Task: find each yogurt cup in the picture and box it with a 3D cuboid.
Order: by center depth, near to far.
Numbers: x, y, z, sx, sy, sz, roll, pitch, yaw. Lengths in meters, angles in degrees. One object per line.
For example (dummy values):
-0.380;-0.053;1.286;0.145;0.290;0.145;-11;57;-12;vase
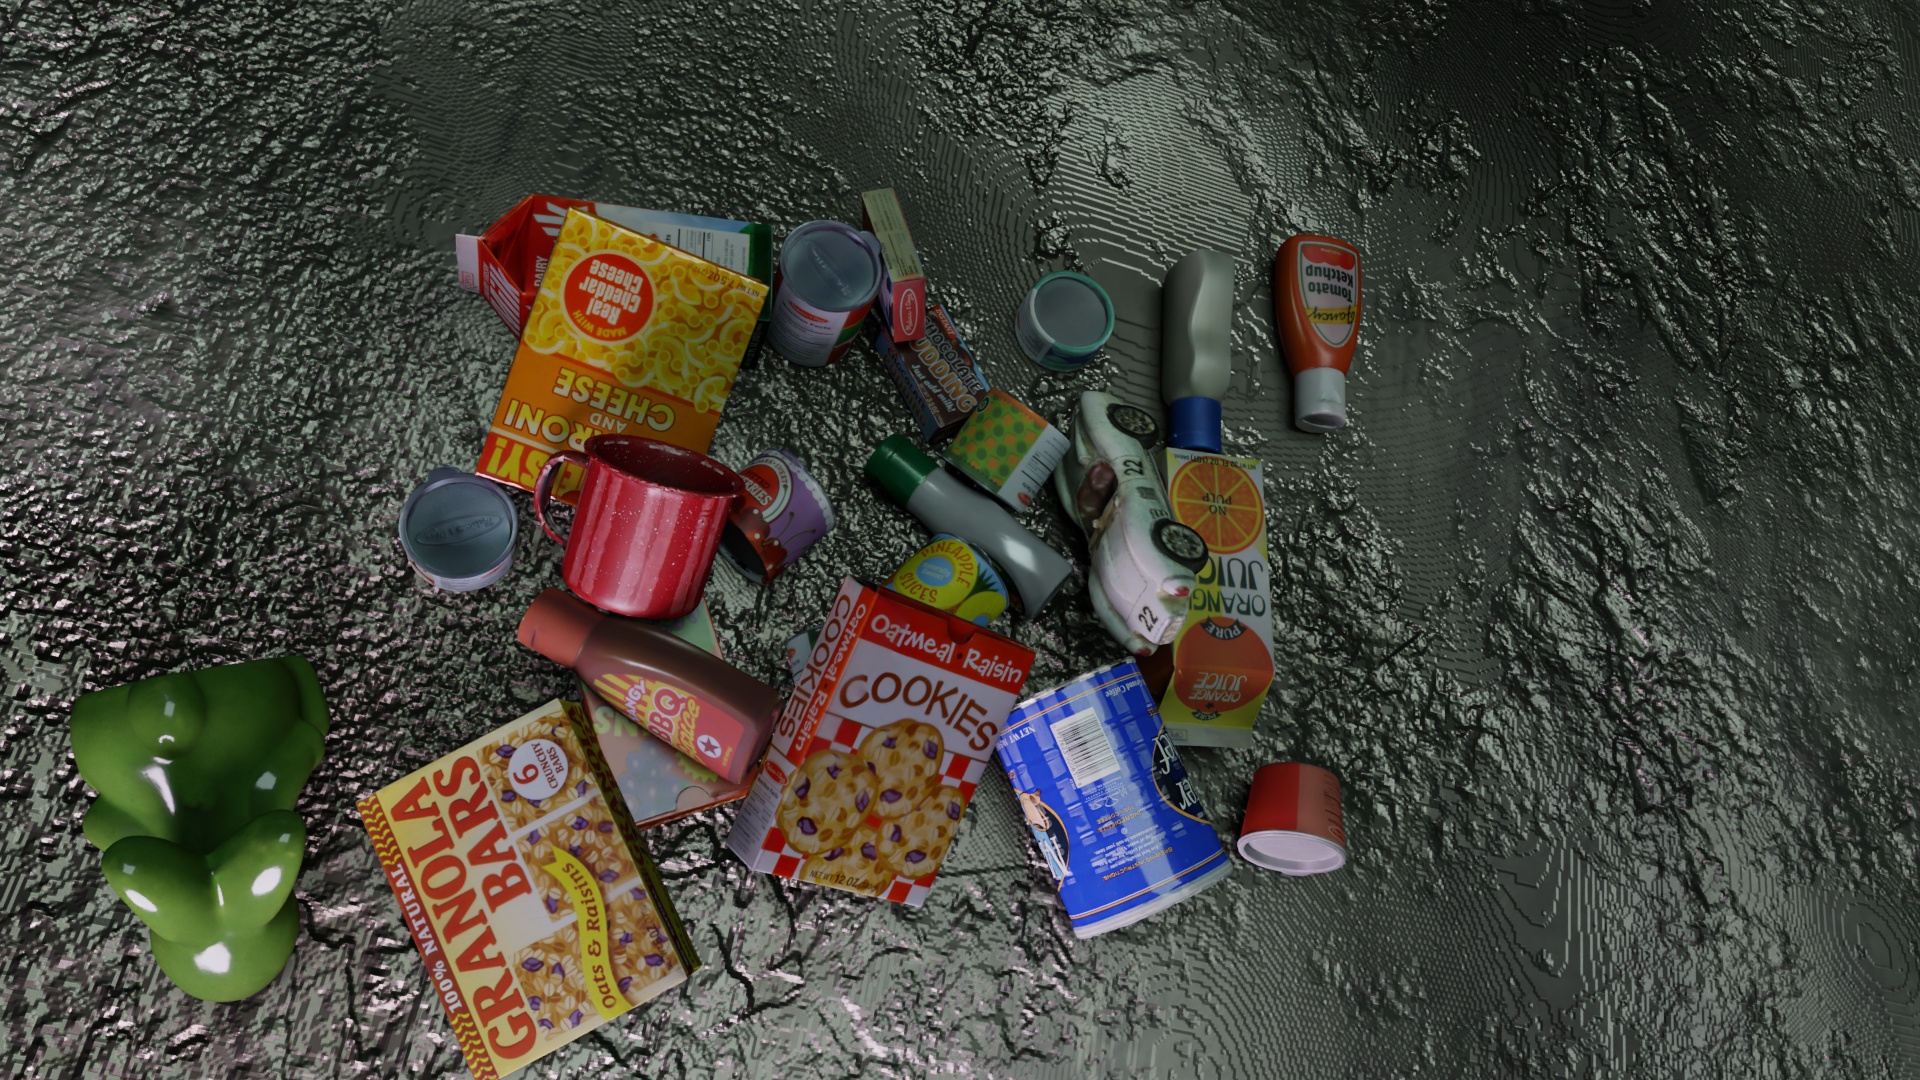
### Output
0.215;0.178;0.896;0.072;0.072;0.054;18;59;-10;yogurt cup

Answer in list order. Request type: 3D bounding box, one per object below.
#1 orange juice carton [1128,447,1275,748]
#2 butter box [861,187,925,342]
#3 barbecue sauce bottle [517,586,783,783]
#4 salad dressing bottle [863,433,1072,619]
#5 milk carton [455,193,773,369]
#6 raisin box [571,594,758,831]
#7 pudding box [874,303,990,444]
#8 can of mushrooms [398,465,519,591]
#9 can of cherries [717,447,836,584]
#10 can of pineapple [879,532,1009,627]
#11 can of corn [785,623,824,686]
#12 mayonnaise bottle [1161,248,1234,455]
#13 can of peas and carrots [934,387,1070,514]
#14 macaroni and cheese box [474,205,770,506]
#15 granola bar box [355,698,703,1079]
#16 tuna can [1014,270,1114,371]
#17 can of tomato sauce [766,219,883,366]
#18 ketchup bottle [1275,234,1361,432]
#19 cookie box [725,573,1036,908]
0.157;0.041;0.921;0.072;0.072;0.193;7;70;-16;orange juice carton
-0.045;-0.186;0.934;0.024;0.052;0.104;-10;49;-10;butter box
-0.174;0.076;0.775;0.148;0.064;0.044;29;41;5;barbecue sauce bottle
0.003;-0.011;0.904;0.148;0.064;0.044;40;75;9;salad dressing bottle
-0.220;-0.165;0.884;0.191;0.072;0.073;4;70;-16;milk carton
-0.176;0.102;0.819;0.086;0.040;0.123;-14;76;-22;raisin box
-0.016;-0.114;0.949;0.050;0.030;0.084;-24;79;-24;pudding box
-0.297;-0.007;0.825;0.071;0.033;0.071;5;70;-14;can of mushrooms
-0.121;-0.016;0.861;0.071;0.071;0.058;47;66;3;can of cherries
-0.013;0.036;0.875;0.071;0.070;0.058;47;65;3;can of pineapple
-0.066;0.082;0.844;0.071;0.071;0.058;-9;75;-19;can of corn
0.169;-0.130;0.995;0.041;0.064;0.148;9;73;-17;mayonnaise bottle
0.028;-0.060;0.914;0.071;0.071;0.058;36;91;-2;can of peas and carrots
-0.202;-0.098;0.831;0.124;0.040;0.166;20;98;-17;macaroni and cheese box
-0.233;0.187;0.752;0.124;0.039;0.165;-28;80;-3;granola bar box
0.077;-0.157;0.991;0.071;0.032;0.071;5;70;-14;tuna can
-0.091;-0.162;0.915;0.071;0.082;0.071;5;70;-15;can of tomato sauce
0.269;-0.155;1.041;0.065;0.043;0.149;10;69;-13;ketchup bottle
-0.042;0.116;0.791;0.123;0.040;0.167;24;90;-36;cookie box
